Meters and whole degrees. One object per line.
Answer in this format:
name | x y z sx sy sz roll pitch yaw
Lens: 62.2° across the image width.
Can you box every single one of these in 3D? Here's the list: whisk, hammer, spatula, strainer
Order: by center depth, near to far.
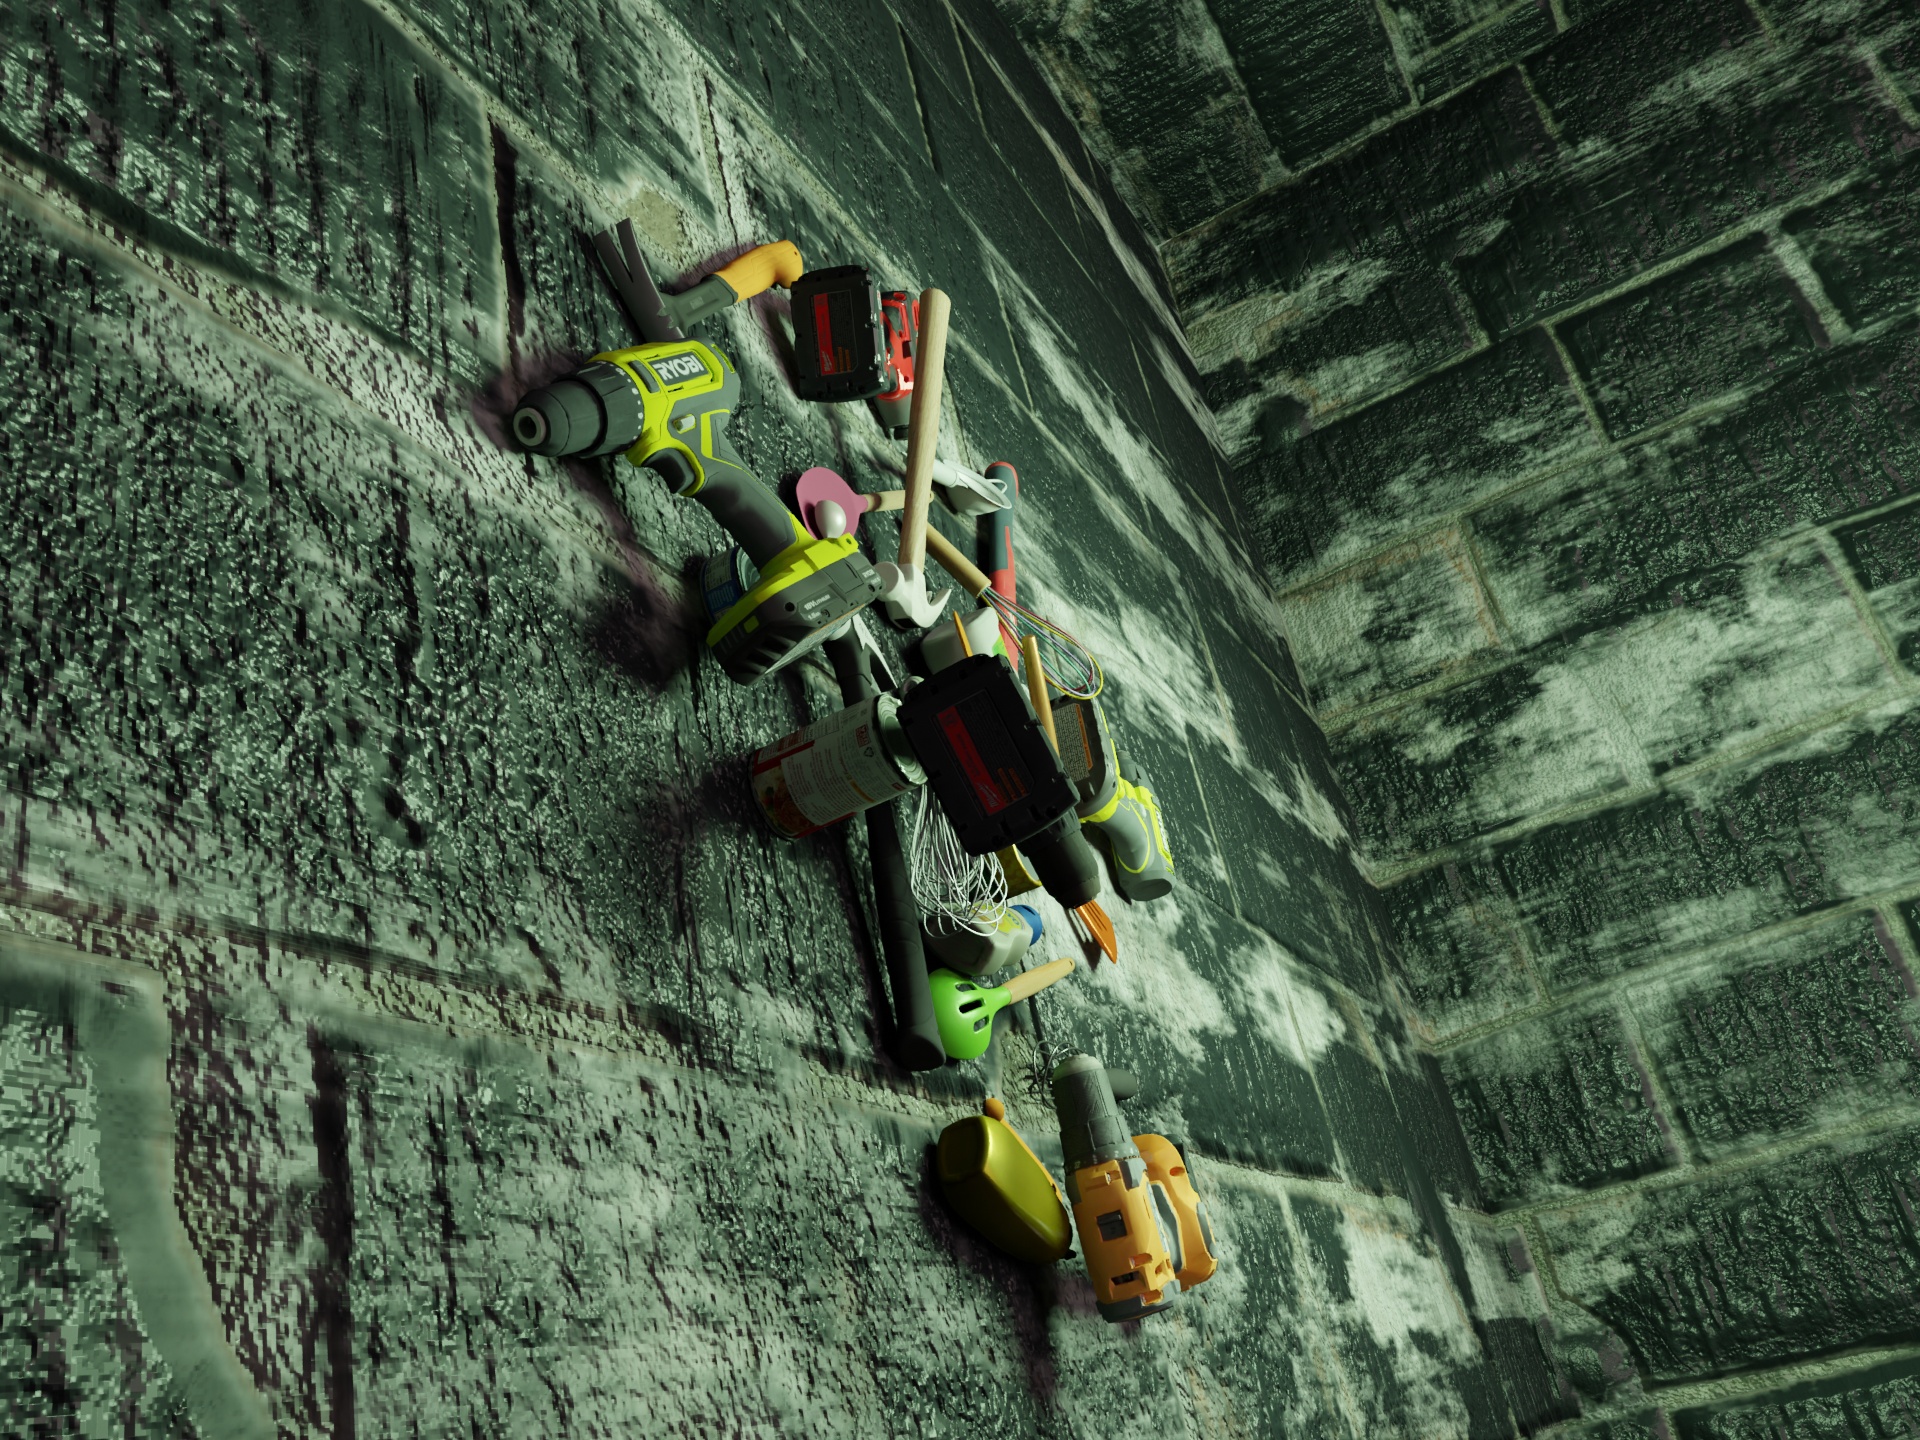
hammer | -0.055 0.083 1.140 0.146 0.035 0.335 55 22 -70
whisk | -0.013 0.059 1.167 0.070 0.070 0.285 53 14 -31
whisk | -0.023 0.050 1.255 0.247 0.058 0.059 -102 166 -47
hammer | -0.195 -0.364 1.304 0.127 0.034 0.337 62 21 -16
whisk | 0.107 0.299 1.327 0.238 0.055 0.055 33 38 -63
hammer | -0.035 -0.239 1.435 0.130 0.031 0.331 48 44 -63
spatula | 0.100 0.073 1.485 0.081 0.041 0.322 -78 158 -72
whisk | 0.039 -0.108 1.490 0.245 0.047 0.051 44 -2 6
strainer | -0.011 -0.241 1.590 0.087 0.050 0.258 40 11 16
hammer | 0.035 -0.159 1.647 0.143 0.038 0.387 49 27 -35

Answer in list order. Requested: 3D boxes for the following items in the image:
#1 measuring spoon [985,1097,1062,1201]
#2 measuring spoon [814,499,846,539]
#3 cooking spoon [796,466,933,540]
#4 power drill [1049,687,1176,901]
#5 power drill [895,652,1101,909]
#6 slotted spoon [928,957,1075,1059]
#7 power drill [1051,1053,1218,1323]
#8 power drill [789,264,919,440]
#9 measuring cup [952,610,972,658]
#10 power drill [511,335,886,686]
measuring spoon | 0.051 0.325 1.199 0.116 0.011 0.021 57 23 -25
measuring spoon | -0.096 -0.123 1.293 0.034 0.018 0.124 18 59 -63
cooking spoon | -0.081 -0.195 1.426 0.319 0.017 0.069 -29 104 -69
power drill | 0.148 0.069 1.635 0.223 0.080 0.171 47 28 -50
power drill | 0.038 0.046 1.088 0.188 0.080 0.226 63 4 6
slotted spoon | 0.042 0.215 1.277 0.070 0.031 0.313 65 18 10
power drill | 0.127 0.354 1.213 0.226 0.084 0.185 44 28 -67
power drill | -0.082 -0.339 1.483 0.219 0.078 0.143 -19 104 -75
measuring cup | -0.002 -0.004 1.344 0.095 0.052 0.174 27 46 -75
power drill | -0.168 -0.140 1.023 0.228 0.080 0.190 53 32 0
